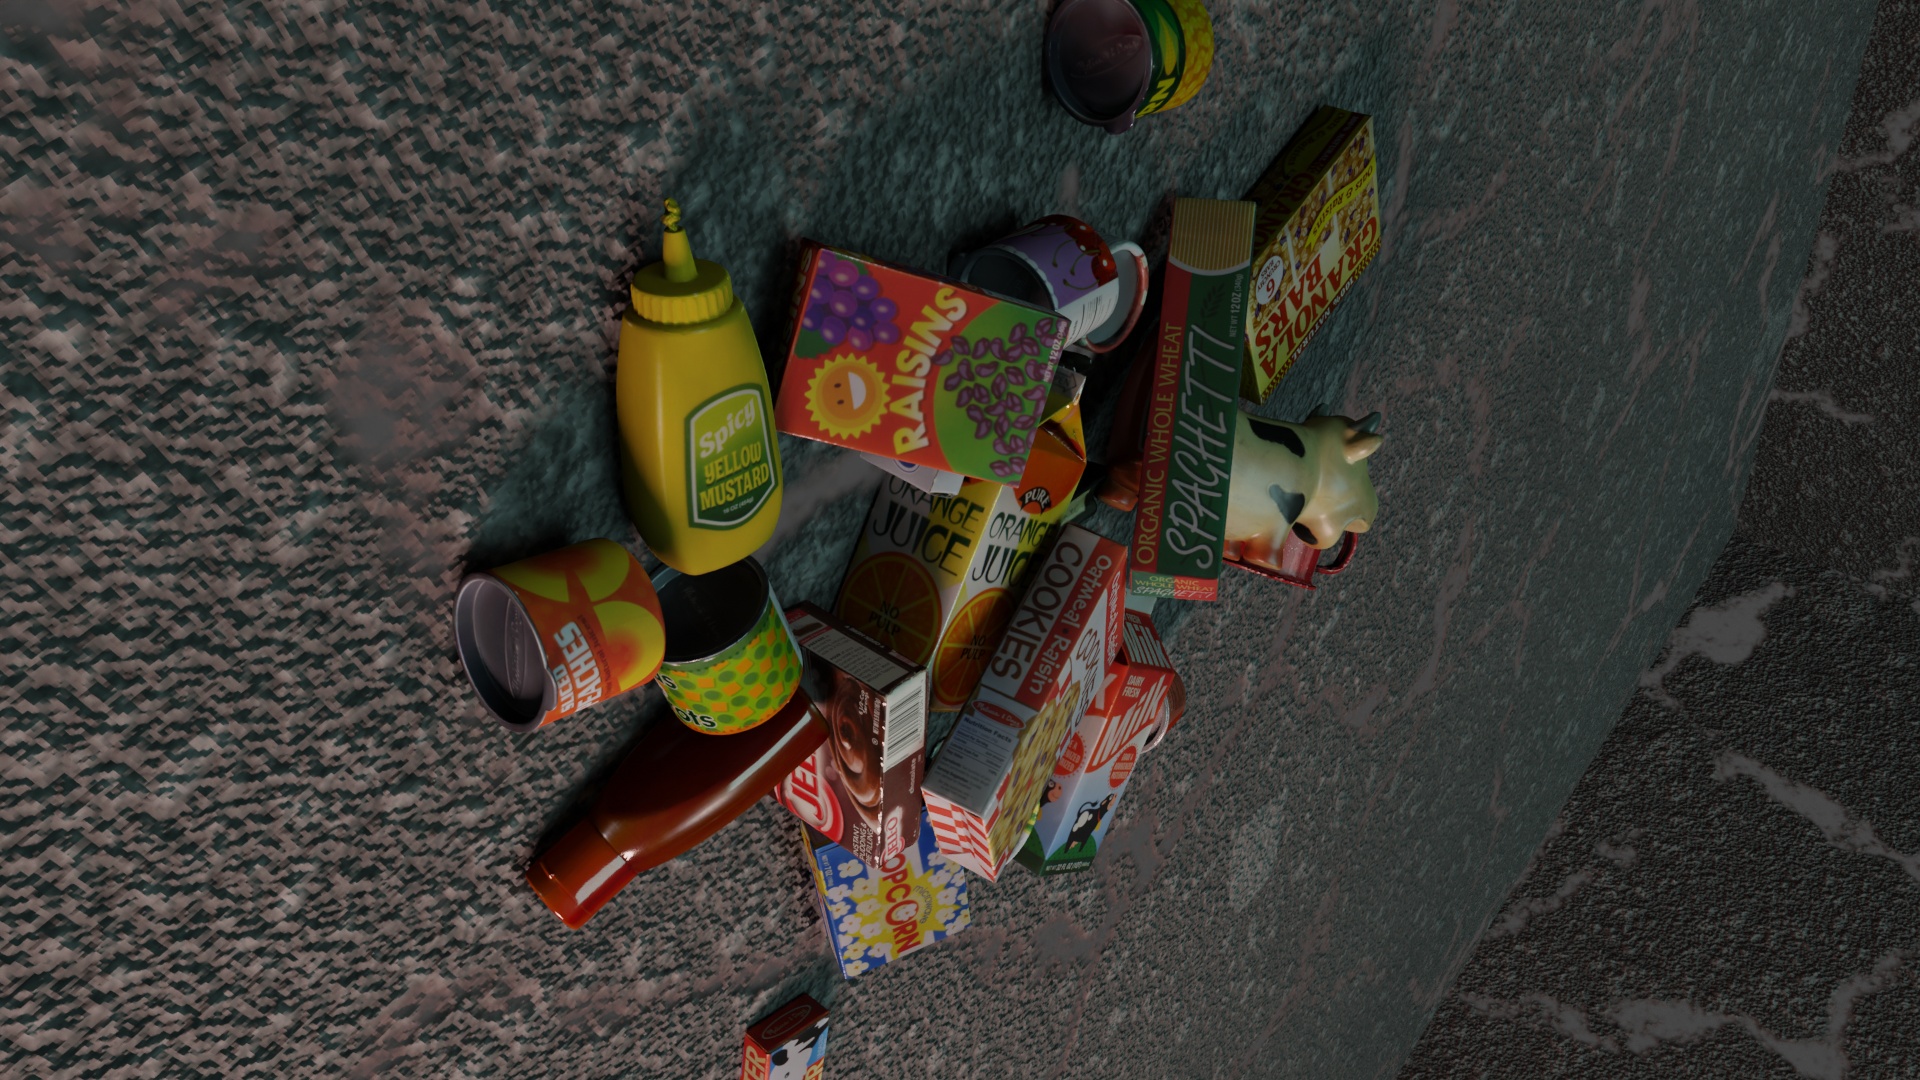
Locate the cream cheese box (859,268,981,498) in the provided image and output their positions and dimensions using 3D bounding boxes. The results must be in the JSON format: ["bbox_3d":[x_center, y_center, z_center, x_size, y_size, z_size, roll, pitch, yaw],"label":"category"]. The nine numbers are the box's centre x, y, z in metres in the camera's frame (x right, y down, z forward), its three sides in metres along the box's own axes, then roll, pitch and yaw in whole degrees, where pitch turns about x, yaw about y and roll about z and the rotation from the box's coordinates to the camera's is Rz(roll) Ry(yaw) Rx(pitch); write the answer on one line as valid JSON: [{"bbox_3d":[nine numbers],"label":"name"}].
[{"bbox_3d":[-0.011,-0.079,0.697,0.024,0.053,0.103,5,108,-53],"label":"cream cheese box"}]

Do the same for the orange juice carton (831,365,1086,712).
[{"bbox_3d":[0.003,-0.009,0.743,0.073,0.072,0.192,11,103,-56],"label":"orange juice carton"}]

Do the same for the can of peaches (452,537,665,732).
[{"bbox_3d":[-0.160,0.038,0.560,0.058,0.071,0.071,-21,128,-46],"label":"can of peaches"}]

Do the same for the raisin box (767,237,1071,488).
[{"bbox_3d":[-0.022,-0.081,0.640,0.123,0.040,0.086,12,104,-20],"label":"raisin box"}]

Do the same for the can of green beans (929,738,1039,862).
[{"bbox_3d":[0.008,0.168,0.880,0.071,0.058,0.071,-31,134,-38],"label":"can of green beans"}]

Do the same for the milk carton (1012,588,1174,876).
[{"bbox_3d":[0.079,0.120,0.928,0.072,0.073,0.190,17,97,-56],"label":"milk carton"}]

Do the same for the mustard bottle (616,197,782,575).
[{"bbox_3d":[-0.111,-0.063,0.577,0.065,0.049,0.159,-31,135,-36],"label":"mustard bottle"}]

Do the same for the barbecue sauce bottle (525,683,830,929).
[{"bbox_3d":[-0.135,0.118,0.657,0.149,0.065,0.043,-41,139,-15],"label":"barbecue sauce bottle"}]

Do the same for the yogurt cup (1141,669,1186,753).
[{"bbox_3d":[0.127,0.116,1.000,0.054,0.072,0.072,-11,121,-59],"label":"yogurt cup"}]

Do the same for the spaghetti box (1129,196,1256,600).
[{"bbox_3d":[0.134,-0.086,0.791,0.028,0.050,0.251,73,25,-65],"label":"spaghetti box"}]

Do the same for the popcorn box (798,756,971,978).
[{"bbox_3d":[-0.043,0.195,0.821,0.085,0.038,0.126,-19,131,-15],"label":"popcorn box"}]

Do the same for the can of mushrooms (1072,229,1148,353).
[{"bbox_3d":[0.075,-0.140,0.788,0.071,0.033,0.070,-32,134,-39],"label":"can of mushrooms"}]

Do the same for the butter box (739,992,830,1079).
[{"bbox_3d":[-0.111,0.338,0.863,0.053,0.024,0.103,-19,126,-47],"label":"butter box"}]

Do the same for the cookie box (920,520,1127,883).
[{"bbox_3d":[0.038,0.089,0.756,0.168,0.040,0.122,-59,162,-23],"label":"cookie box"}]

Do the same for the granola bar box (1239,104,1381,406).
[{"bbox_3d":[0.226,-0.193,0.947,0.166,0.039,0.123,-51,145,-18],"label":"granola bar box"}]

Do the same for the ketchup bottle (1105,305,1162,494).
[{"bbox_3d":[0.131,-0.099,0.842,0.065,0.043,0.149,22,67,-18],"label":"ketchup bottle"}]

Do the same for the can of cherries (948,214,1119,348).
[{"bbox_3d":[0.038,-0.131,0.716,0.059,0.071,0.071,-36,137,-39],"label":"can of cherries"}]

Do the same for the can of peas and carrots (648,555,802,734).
[{"bbox_3d":[-0.113,0.048,0.634,0.071,0.071,0.058,-45,142,-25],"label":"can of peas and carrots"}]

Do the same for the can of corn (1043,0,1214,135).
[{"bbox_3d":[0.087,-0.245,0.702,0.058,0.071,0.070,-28,133,-41],"label":"can of corn"}]
